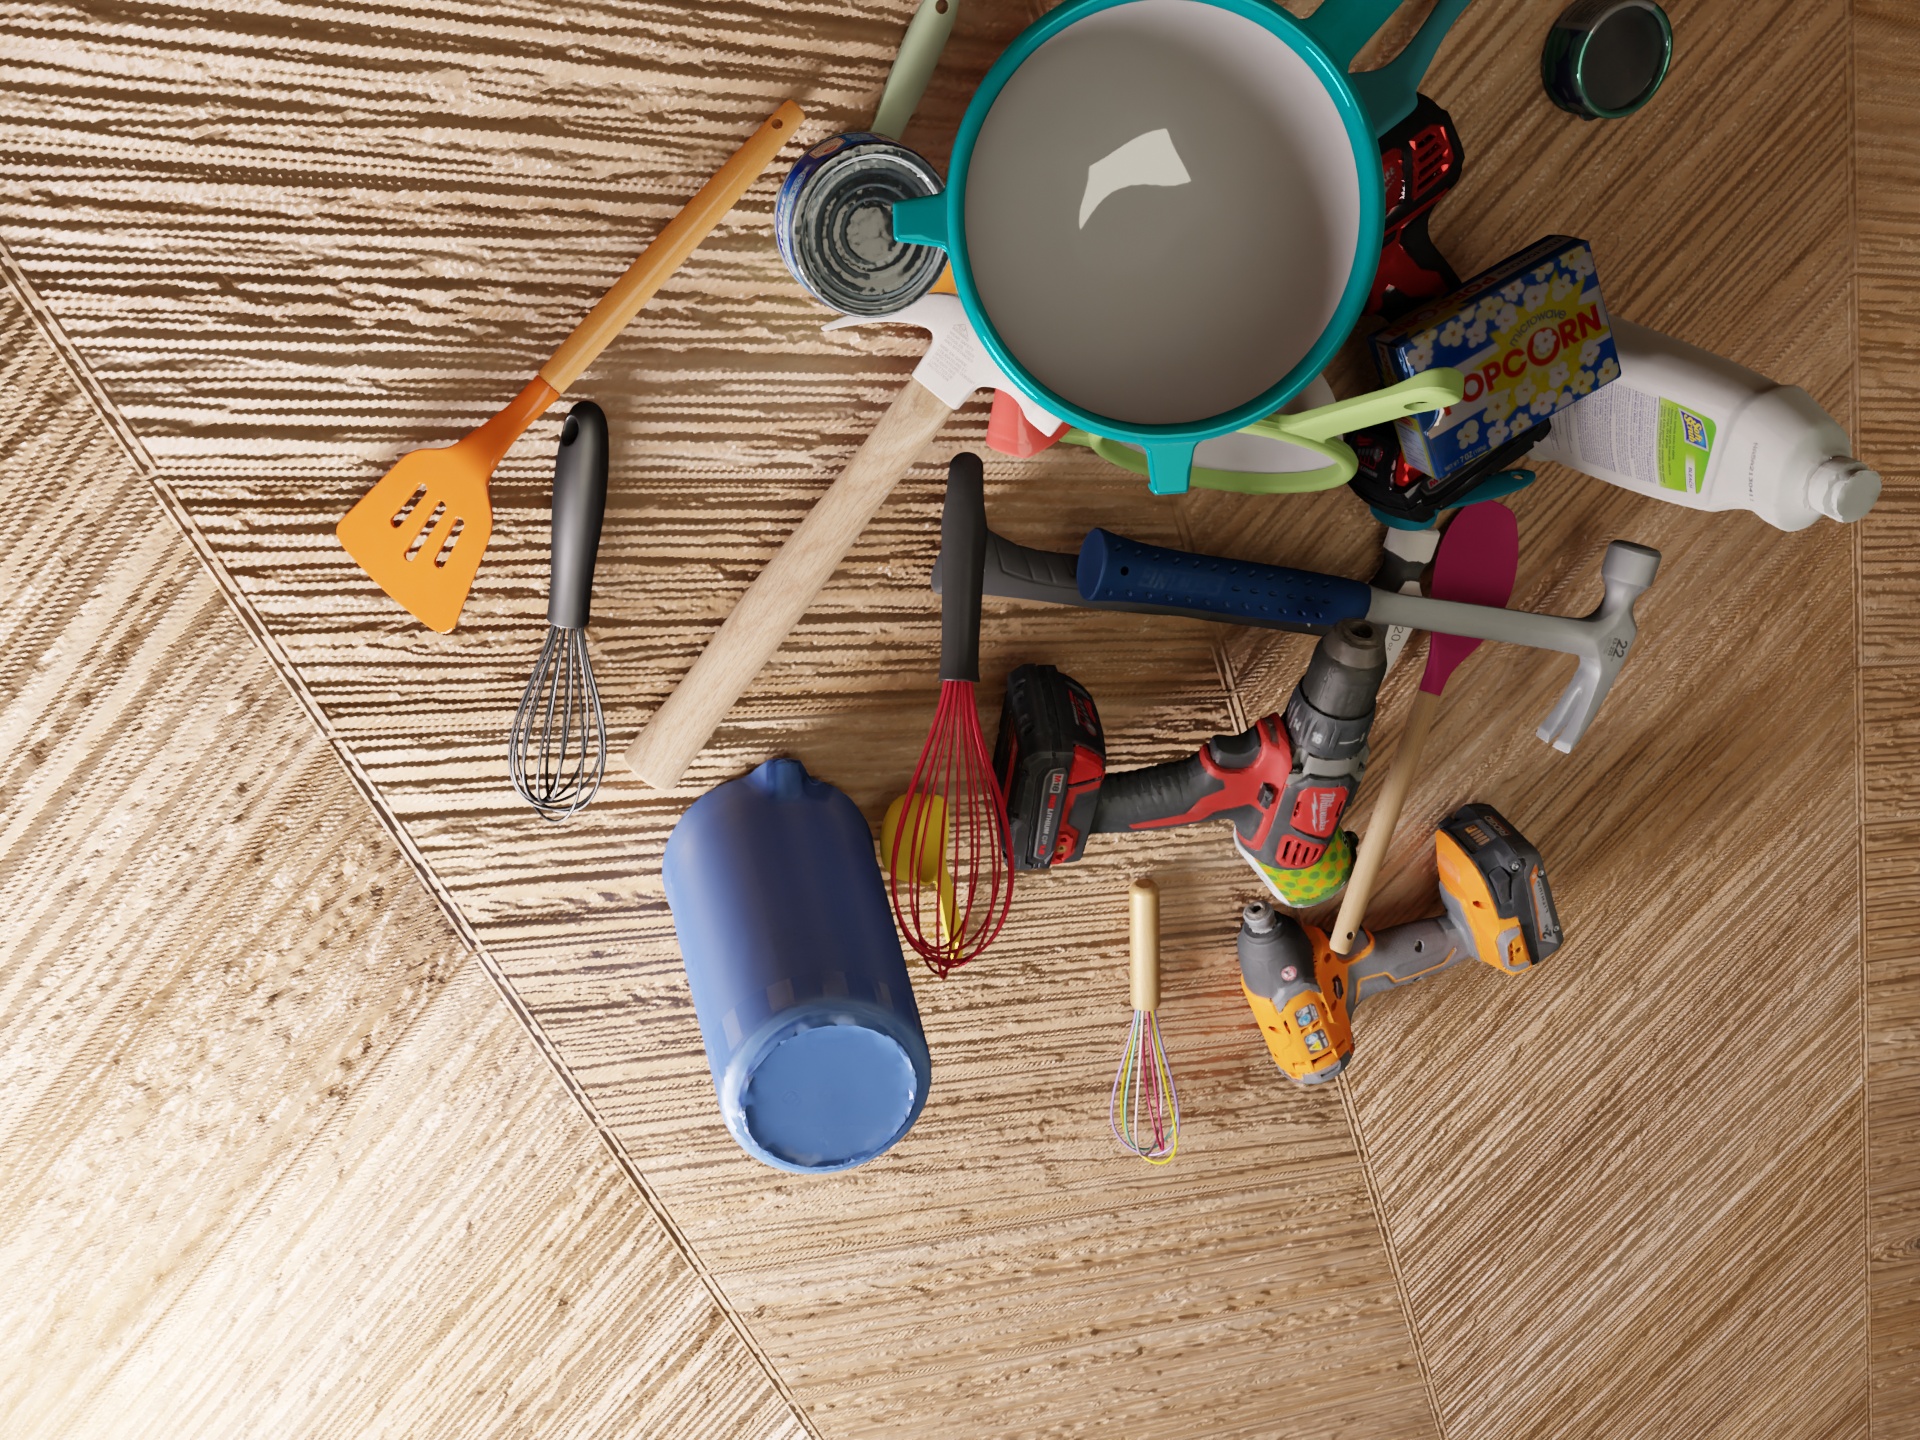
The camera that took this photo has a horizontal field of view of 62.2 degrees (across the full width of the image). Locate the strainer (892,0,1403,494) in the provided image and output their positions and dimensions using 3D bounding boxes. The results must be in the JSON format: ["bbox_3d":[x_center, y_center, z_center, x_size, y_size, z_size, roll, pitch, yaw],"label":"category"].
[{"bbox_3d":[0.134,-0.291,0.778,0.211,0.095,0.340,41,93,-14],"label":"strainer"}]

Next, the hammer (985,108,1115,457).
[{"bbox_3d":[0.057,-0.315,0.819,0.149,0.037,0.359,5,112,-20],"label":"hammer"}]

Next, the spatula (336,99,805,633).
[{"bbox_3d":[-0.189,-0.186,0.803,0.081,0.041,0.322,42,90,1],"label":"spatula"}]

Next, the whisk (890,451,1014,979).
[{"bbox_3d":[-0.001,-0.003,0.891,0.073,0.073,0.296,3,89,-22],"label":"whisk"}]

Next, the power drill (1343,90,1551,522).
[{"bbox_3d":[0.246,-0.232,0.927,0.143,0.079,0.219,-35,121,-1],"label":"power drill"}]

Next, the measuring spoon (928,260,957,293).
[{"bbox_3d":[0.011,-0.252,0.863,0.117,0.011,0.021,-28,120,-1],"label":"measuring spoon"}]

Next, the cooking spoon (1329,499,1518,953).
[{"bbox_3d":[0.306,0.006,1.068,0.068,0.017,0.319,16,94,-25],"label":"cooking spoon"}]

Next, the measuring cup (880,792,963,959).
[{"bbox_3d":[-0.022,0.107,1.029,0.029,0.062,0.156,8,138,19],"label":"measuring cup"}]

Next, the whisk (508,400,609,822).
[{"bbox_3d":[-0.212,-0.054,0.861,0.055,0.055,0.239,2,112,-22],"label":"whisk"}]

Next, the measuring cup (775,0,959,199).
[{"bbox_3d":[-0.034,-0.291,0.805,0.083,0.038,0.167,16,112,-27],"label":"measuring cup"}]

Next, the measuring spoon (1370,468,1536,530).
[{"bbox_3d":[0.320,-0.151,1.020,0.128,0.042,0.021,-17,135,-21],"label":"measuring spoon"}]

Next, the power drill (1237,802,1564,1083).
[{"bbox_3d":[0.310,0.154,1.156,0.226,0.084,0.164,-28,123,0],"label":"power drill"}]

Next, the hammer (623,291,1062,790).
[{"bbox_3d":[-0.085,-0.092,0.877,0.130,0.031,0.331,39,107,-4],"label":"hammer"}]

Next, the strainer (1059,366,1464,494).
[{"bbox_3d":[0.173,-0.178,0.846,0.151,0.256,0.069,11,85,-26],"label":"strainer"}]

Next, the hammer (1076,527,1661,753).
[{"bbox_3d":[0.260,-0.066,0.997,0.405,0.035,0.144,6,108,-22],"label":"hammer"}]

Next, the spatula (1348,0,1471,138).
[{"bbox_3d":[0.284,-0.419,0.854,0.317,0.082,0.044,-49,139,3],"label":"spatula"}]

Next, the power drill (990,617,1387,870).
[{"bbox_3d":[0.141,0.015,0.968,0.226,0.080,0.187,1,134,-9],"label":"power drill"}]

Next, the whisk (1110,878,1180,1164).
[{"bbox_3d":[0.138,0.222,1.148,0.051,0.047,0.244,-11,117,-14],"label":"whisk"}]

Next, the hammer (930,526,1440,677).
[{"bbox_3d":[0.139,-0.073,0.993,0.334,0.035,0.146,5,114,-23],"label":"hammer"}]
